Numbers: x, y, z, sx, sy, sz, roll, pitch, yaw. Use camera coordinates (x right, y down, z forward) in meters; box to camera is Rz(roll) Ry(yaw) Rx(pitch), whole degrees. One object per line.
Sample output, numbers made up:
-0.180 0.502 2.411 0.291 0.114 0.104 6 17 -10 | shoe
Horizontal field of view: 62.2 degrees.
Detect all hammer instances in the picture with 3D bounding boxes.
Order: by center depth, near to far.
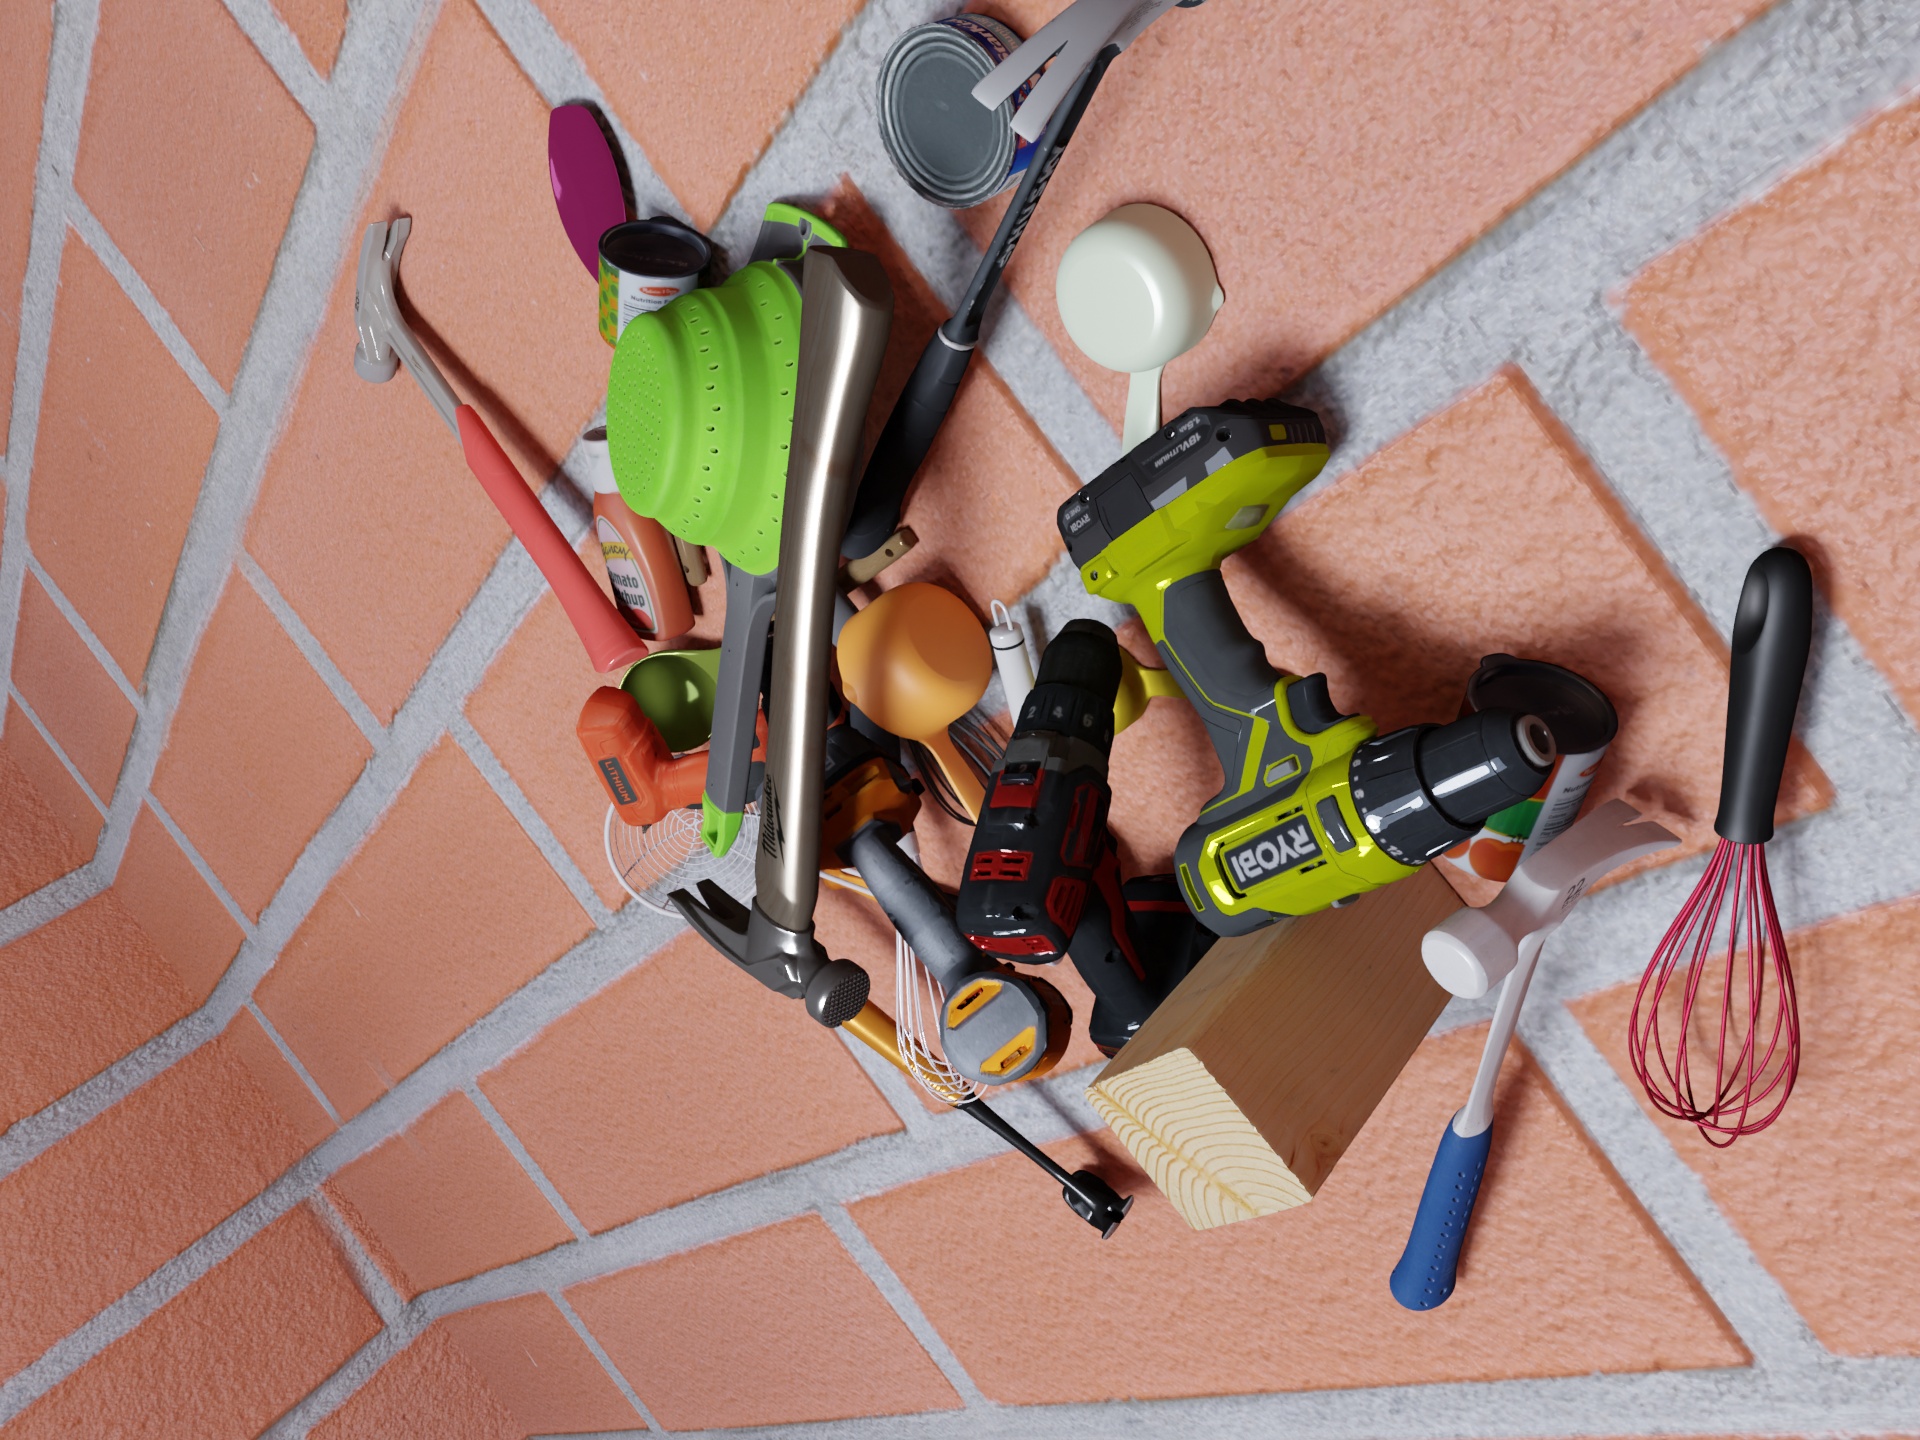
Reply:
0.003 -0.198 0.786 0.036 0.149 0.408 41 147 3 | hammer
0.273 0.198 0.826 0.035 0.144 0.405 41 151 35 | hammer
-0.090 -0.040 0.839 0.146 0.038 0.410 28 122 36 | hammer
-0.024 0.244 1.113 0.337 0.034 0.127 37 169 3 | hammer
-0.332 -0.185 1.137 0.359 0.036 0.149 53 142 14 | hammer

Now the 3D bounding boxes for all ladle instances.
-0.134 -0.053 1.067 0.078 0.062 0.320 47 139 -15 | ladle

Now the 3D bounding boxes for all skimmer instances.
-0.097 0.115 1.128 0.363 0.090 0.127 15 98 34 | skimmer

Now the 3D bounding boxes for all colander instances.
-0.152 -0.095 0.920 0.205 0.094 0.397 42 128 50 | colander

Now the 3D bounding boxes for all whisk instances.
0.339 0.065 0.695 0.073 0.073 0.295 15 122 36 | whisk
-0.042 -0.021 0.990 0.239 0.055 0.055 50 141 -7 | whisk
-0.030 0.114 1.049 0.070 0.070 0.284 -13 90 48 | whisk

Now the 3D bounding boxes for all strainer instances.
0.050 0.042 0.958 0.087 0.050 0.258 30 141 55 | strainer

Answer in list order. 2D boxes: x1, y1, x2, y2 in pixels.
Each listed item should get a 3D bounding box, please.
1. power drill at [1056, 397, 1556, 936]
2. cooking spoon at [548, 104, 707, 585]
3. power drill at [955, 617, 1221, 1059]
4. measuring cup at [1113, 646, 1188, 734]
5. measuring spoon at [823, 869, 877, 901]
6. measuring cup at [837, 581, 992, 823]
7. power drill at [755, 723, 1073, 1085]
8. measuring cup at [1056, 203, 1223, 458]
0.151 -0.029 0.734 0.190 0.080 0.229 -33 74 45 | power drill
-0.209 -0.234 1.035 0.069 0.017 0.318 14 127 38 | cooking spoon
0.084 0.073 0.861 0.080 0.188 0.226 -4 145 32 | power drill
0.111 -0.014 0.876 0.156 0.029 0.062 3 120 46 | measuring cup
-0.059 0.130 1.162 0.117 0.011 0.021 15 128 36 | measuring spoon
-0.001 -0.003 0.939 0.052 0.095 0.174 -37 82 42 | measuring cup
-0.016 0.119 0.958 0.227 0.084 0.164 52 -178 17 | power drill
0.082 -0.167 0.786 0.083 0.038 0.167 23 131 31 | measuring cup
